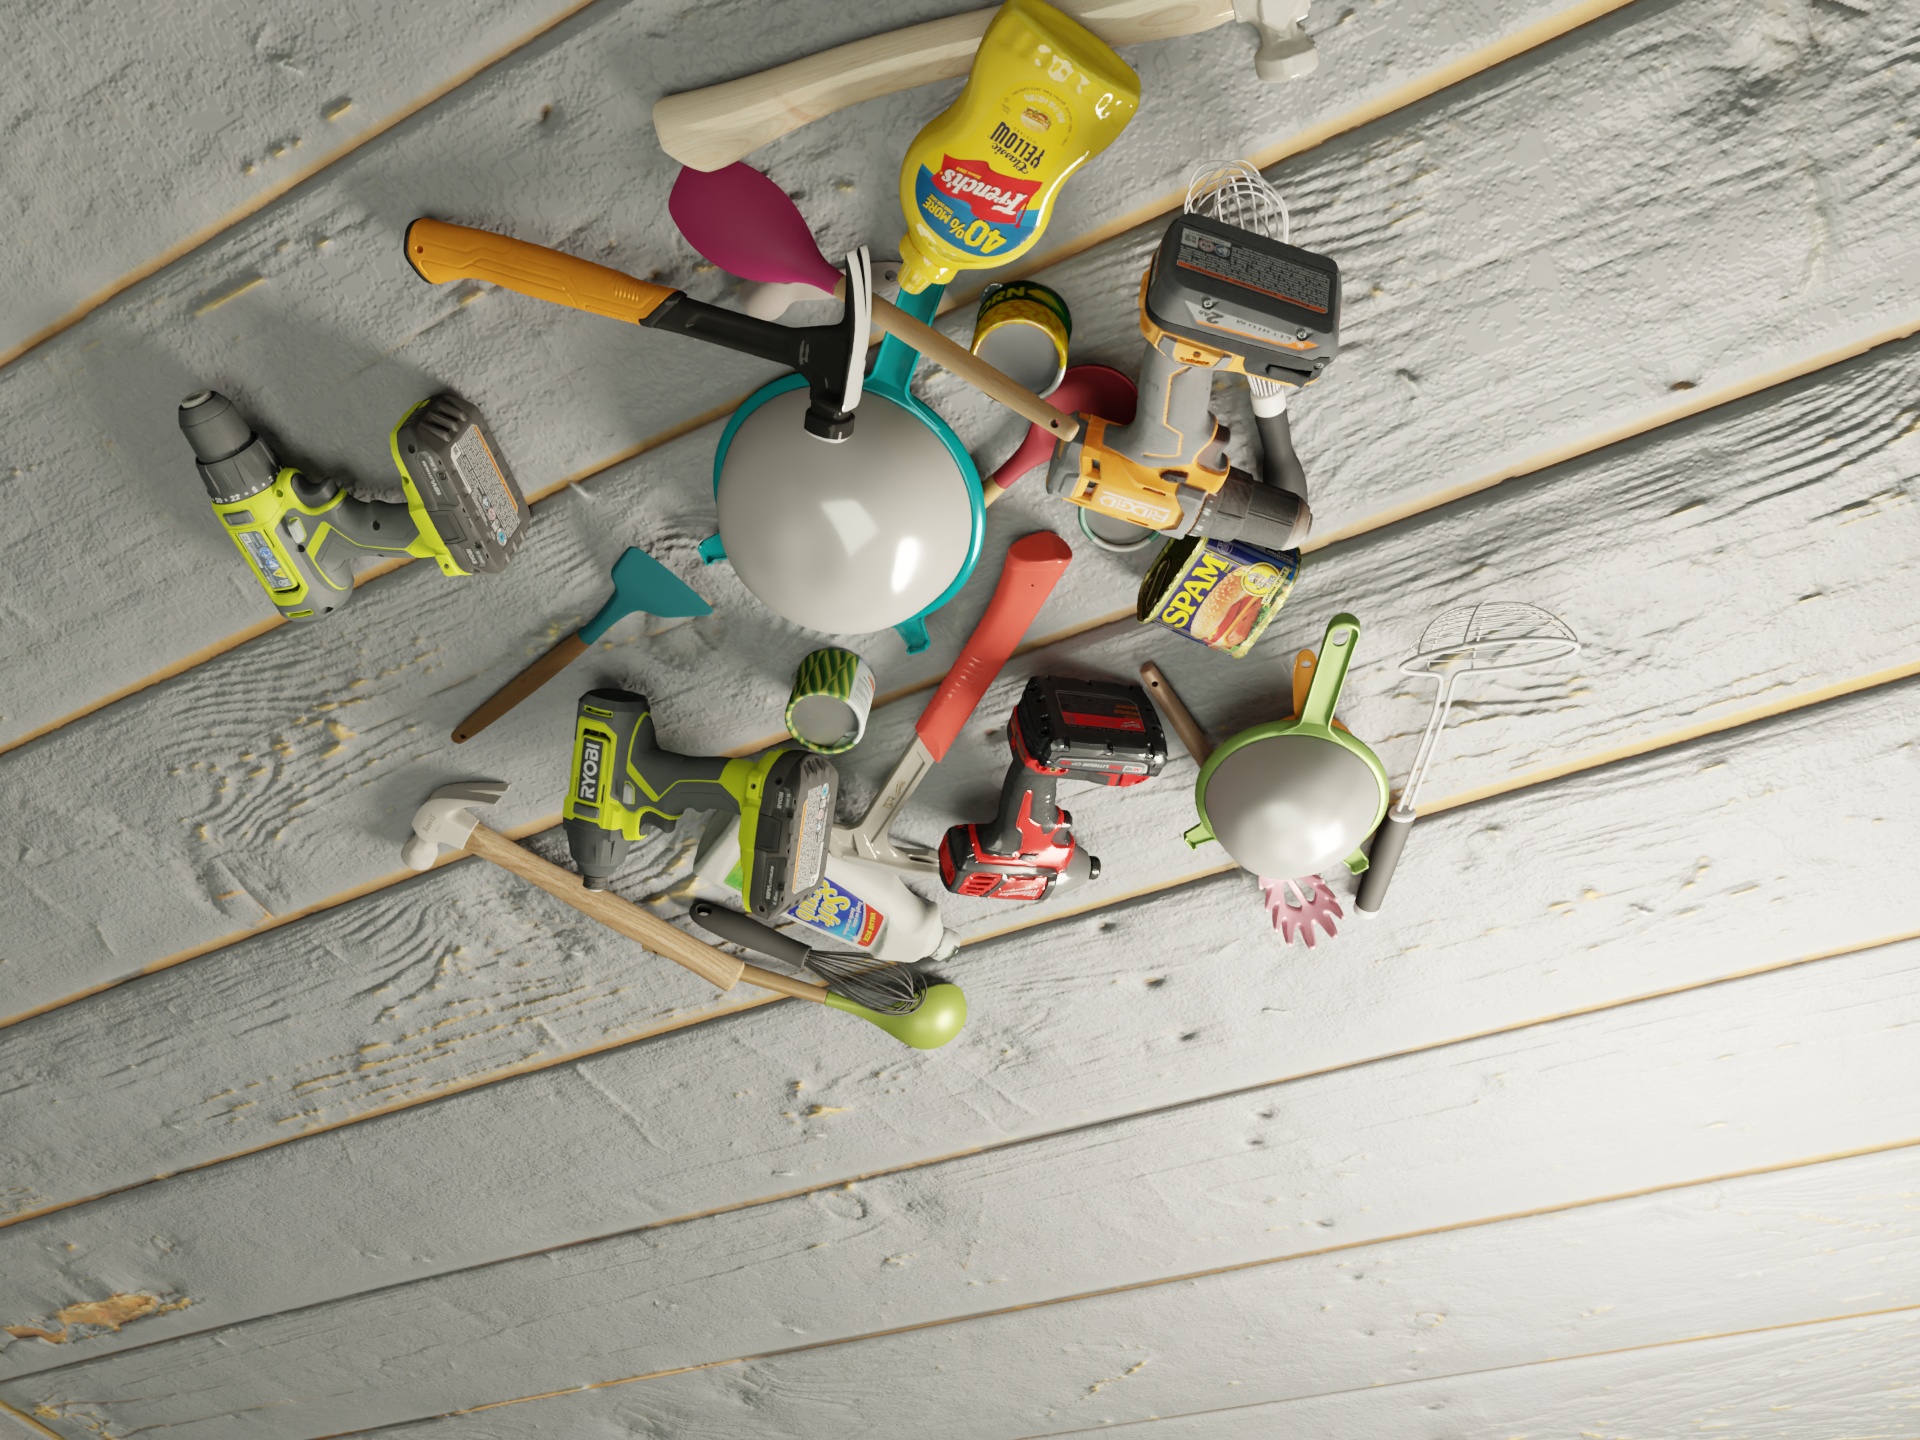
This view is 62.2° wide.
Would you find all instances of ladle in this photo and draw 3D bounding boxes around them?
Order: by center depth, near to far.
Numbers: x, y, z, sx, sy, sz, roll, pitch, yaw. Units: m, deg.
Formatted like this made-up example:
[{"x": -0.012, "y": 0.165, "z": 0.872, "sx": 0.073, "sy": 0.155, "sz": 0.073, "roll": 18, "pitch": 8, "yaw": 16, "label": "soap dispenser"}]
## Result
[{"x": 0.012, "y": -0.161, "z": 1.179, "sx": 0.069, "sy": 0.031, "sz": 0.315, "roll": 40, "pitch": 126, "yaw": -19, "label": "ladle"}, {"x": -0.150, "y": 0.250, "z": 1.534, "sx": 0.320, "sy": 0.062, "sz": 0.078, "roll": 16, "pitch": 136, "yaw": 5, "label": "ladle"}]

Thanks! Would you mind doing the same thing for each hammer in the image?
[{"x": 0.000, "y": -0.420, "z": 0.966, "sx": 0.410, "sy": 0.038, "sz": 0.146, "roll": -8, "pitch": 125, "yaw": 15, "label": "hammer"}, {"x": -0.220, "y": -0.289, "z": 1.061, "sx": 0.337, "sy": 0.034, "sz": 0.127, "roll": 17, "pitch": 120, "yaw": 11, "label": "hammer"}, {"x": -0.002, "y": -0.004, "z": 1.291, "sx": 0.149, "sy": 0.037, "sz": 0.359, "roll": 16, "pitch": 128, "yaw": -24, "label": "hammer"}, {"x": -0.350, "y": 0.160, "z": 1.475, "sx": 0.331, "sy": 0.031, "sz": 0.130, "roll": 30, "pitch": 126, "yaw": -9, "label": "hammer"}]

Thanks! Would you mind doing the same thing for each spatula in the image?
[{"x": -0.329, "y": -0.050, "z": 1.309, "sx": 0.317, "sy": 0.044, "sz": 0.082, "roll": -32, "pitch": 121, "yaw": 30, "label": "spatula"}]

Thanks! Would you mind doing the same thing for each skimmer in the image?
[{"x": 0.374, "y": 0.050, "z": 1.251, "sx": 0.127, "sy": 0.090, "sz": 0.363, "roll": -2, "pitch": 131, "yaw": -11, "label": "skimmer"}]

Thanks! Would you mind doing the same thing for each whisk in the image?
[{"x": 0.200, "y": -0.244, "z": 1.069, "sx": 0.070, "sy": 0.070, "sz": 0.284, "roll": -9, "pitch": 132, "yaw": 15, "label": "whisk"}, {"x": -0.144, "y": 0.217, "z": 1.482, "sx": 0.239, "sy": 0.055, "sz": 0.055, "roll": 21, "pitch": 130, "yaw": 8, "label": "whisk"}]

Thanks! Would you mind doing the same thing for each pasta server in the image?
[{"x": 0.232, "y": 0.073, "z": 1.328, "sx": 0.060, "sy": 0.040, "sz": 0.316, "roll": -30, "pitch": 119, "yaw": 14, "label": "pasta server"}]

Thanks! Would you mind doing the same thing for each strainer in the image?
[{"x": -0.073, "y": -0.184, "z": 1.113, "sx": 0.211, "sy": 0.095, "sz": 0.340, "roll": 24, "pitch": 129, "yaw": -1, "label": "strainer"}, {"x": 0.263, "y": 0.037, "z": 1.204, "sx": 0.151, "sy": 0.069, "sz": 0.256, "roll": 9, "pitch": 131, "yaw": 2, "label": "strainer"}]

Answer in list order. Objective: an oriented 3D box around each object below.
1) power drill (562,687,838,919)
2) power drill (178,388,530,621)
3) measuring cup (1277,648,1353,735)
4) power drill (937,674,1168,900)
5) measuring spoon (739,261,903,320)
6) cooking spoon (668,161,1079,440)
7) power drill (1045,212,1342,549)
[{"x": -0.223, "y": 0.079, "z": 1.315, "sx": 0.223, "sy": 0.080, "sz": 0.171, "roll": 13, "pitch": 102, "yaw": 19, "label": "power drill"}, {"x": -0.466, "y": -0.175, "z": 1.210, "sx": 0.228, "sy": 0.080, "sz": 0.190, "roll": -6, "pitch": 128, "yaw": 17, "label": "power drill"}, {"x": 0.273, "y": 0.003, "z": 1.256, "sx": 0.095, "sy": 0.052, "sz": 0.173, "roll": -2, "pitch": 126, "yaw": 11, "label": "measuring cup"}, {"x": 0.079, "y": 0.068, "z": 1.310, "sx": 0.143, "sy": 0.079, "sz": 0.219, "roll": 6, "pitch": 135, "yaw": -21, "label": "power drill"}, {"x": -0.094, "y": -0.296, "z": 1.091, "sx": 0.124, "sy": 0.018, "sz": 0.034, "roll": -7, "pitch": 127, "yaw": 13, "label": "measuring spoon"}, {"x": -0.058, "y": -0.272, "z": 1.042, "sx": 0.319, "sy": 0.017, "sz": 0.068, "roll": 33, "pitch": 113, "yaw": 6, "label": "cooking spoon"}, {"x": 0.171, "y": -0.199, "z": 1.030, "sx": 0.185, "sy": 0.084, "sz": 0.226, "roll": 17, "pitch": 146, "yaw": -6, "label": "power drill"}]
